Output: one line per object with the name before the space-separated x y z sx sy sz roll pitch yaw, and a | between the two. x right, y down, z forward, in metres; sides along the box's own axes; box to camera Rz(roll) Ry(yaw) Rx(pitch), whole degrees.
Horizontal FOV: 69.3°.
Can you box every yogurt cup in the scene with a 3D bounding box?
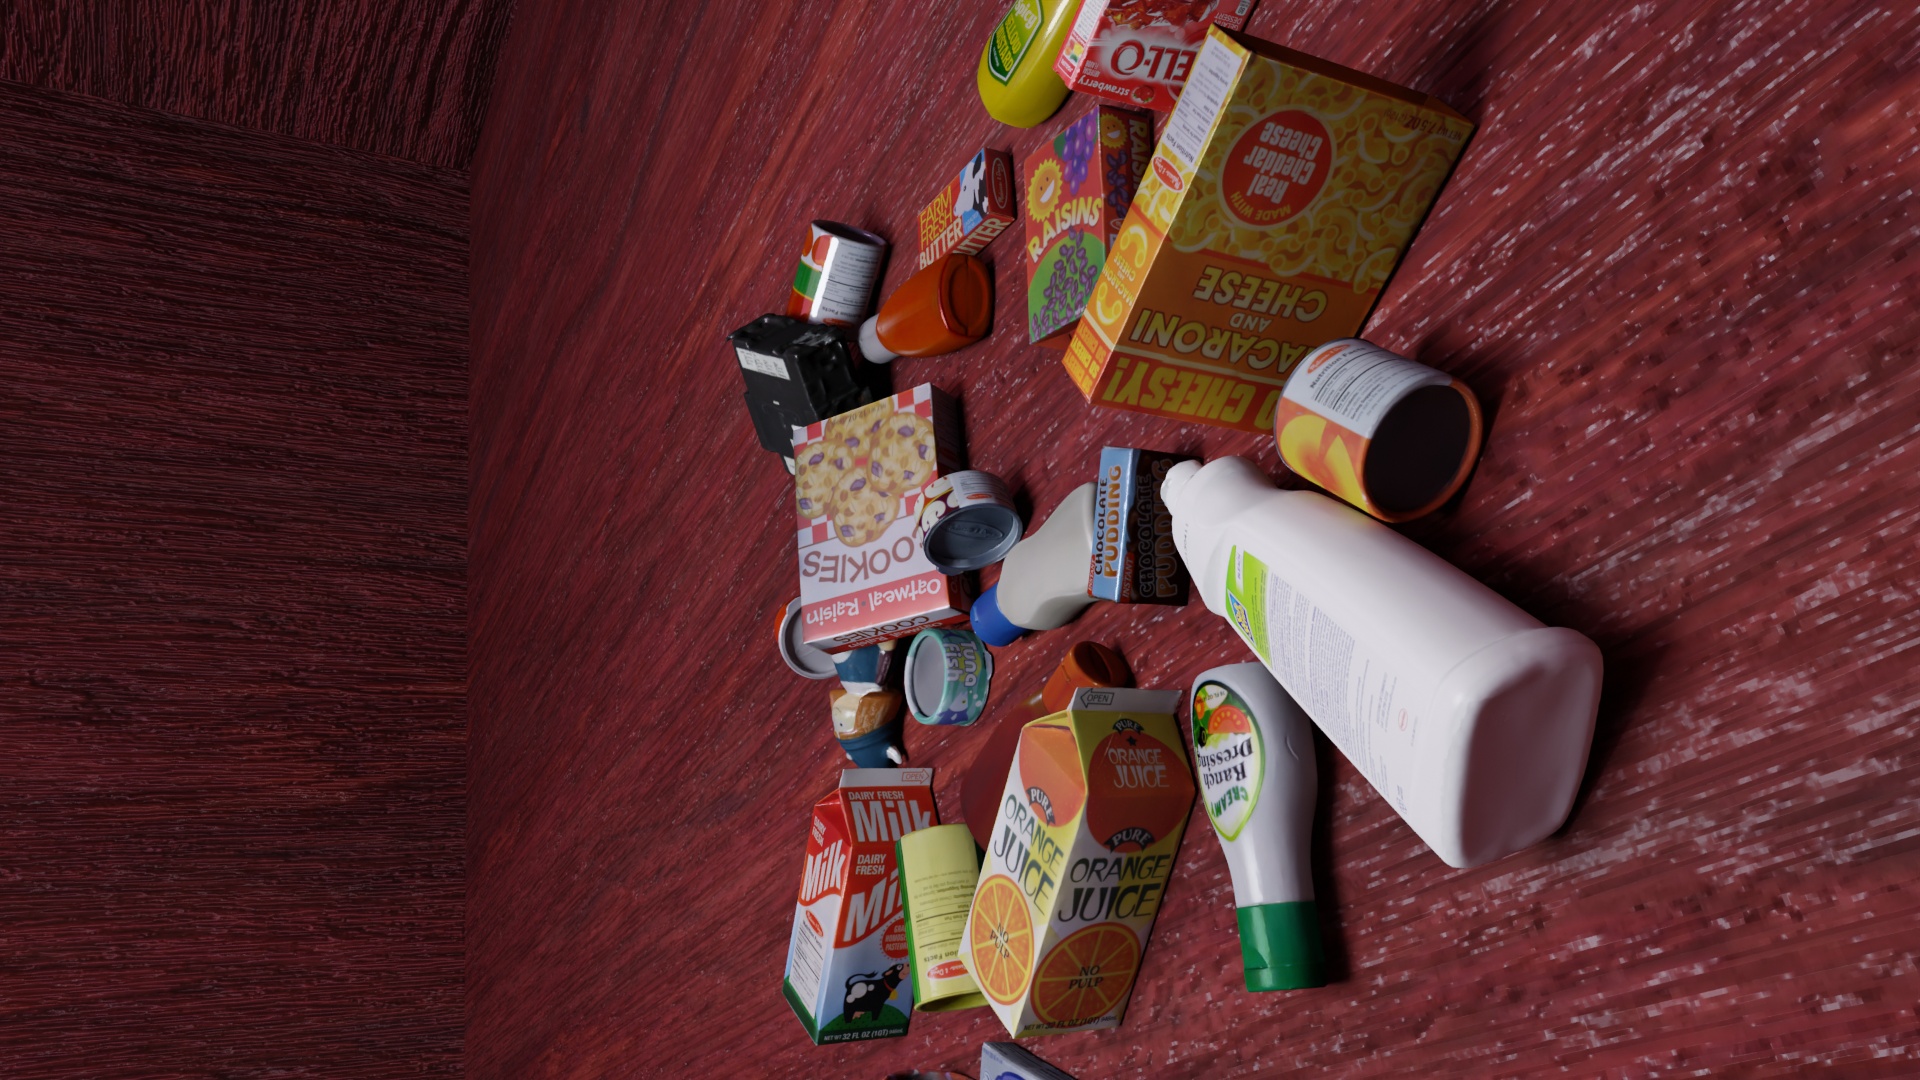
yogurt cup | -0.118 0.074 1.118 0.054 0.072 0.072 -164 81 -69

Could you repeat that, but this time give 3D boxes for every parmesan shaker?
parmesan shaker | 0.000 0.236 0.872 0.071 0.071 0.103 -45 46 49

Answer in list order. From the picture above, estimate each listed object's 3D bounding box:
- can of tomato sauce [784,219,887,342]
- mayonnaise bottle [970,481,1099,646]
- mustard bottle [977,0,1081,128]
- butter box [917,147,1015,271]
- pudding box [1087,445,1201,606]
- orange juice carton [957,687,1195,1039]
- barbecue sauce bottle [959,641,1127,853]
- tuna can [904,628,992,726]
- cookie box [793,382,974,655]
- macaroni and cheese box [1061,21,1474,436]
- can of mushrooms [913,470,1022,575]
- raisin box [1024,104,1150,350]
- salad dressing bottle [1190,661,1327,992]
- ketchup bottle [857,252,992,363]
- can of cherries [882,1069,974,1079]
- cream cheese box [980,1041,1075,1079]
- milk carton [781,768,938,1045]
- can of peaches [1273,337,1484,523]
can of tomato sauce | -0.103 -0.214 1.138 0.071 0.071 0.082 49 126 53
mayonnaise bottle | 0.055 0.022 0.834 0.147 0.041 0.065 -42 48 53
mustard bottle | 0.065 -0.333 0.870 0.159 0.049 0.065 -48 47 48
butter box | 0.003 -0.231 0.992 0.103 0.024 0.053 -31 58 56
pudding box | 0.098 -0.008 0.748 0.030 0.050 0.083 8 92 60
orange juice carton | 0.066 0.166 0.753 0.073 0.072 0.192 41 121 56
barbecue sauce bottle | 0.049 0.122 0.823 0.147 0.044 0.065 -61 36 35
tuna can | -0.009 0.092 0.945 0.071 0.033 0.071 -17 70 60
cookie box | -0.056 -0.014 0.990 0.123 0.040 0.168 -16 68 27
macaroni and cheese box | 0.135 -0.132 0.627 0.165 0.124 0.040 -66 31 30
can of mushrooms | 0.003 -0.011 0.906 0.070 0.071 0.033 -58 38 40
raisin box | 0.077 -0.185 0.832 0.086 0.040 0.123 -20 69 60
salad dressing bottle | 0.142 0.133 0.649 0.064 0.044 0.148 -36 55 56
ketchup bottle | -0.031 -0.162 1.020 0.148 0.043 0.065 -11 77 61
can of cherries | -0.021 0.373 0.880 0.071 0.071 0.058 -5 81 61
cream cheese box | 0.044 0.334 0.811 0.103 0.024 0.053 -2 84 61
milk carton | -0.067 0.250 0.983 0.073 0.072 0.190 28 111 60
can of peaches | 0.179 -0.046 0.593 0.058 0.071 0.071 41 121 56
